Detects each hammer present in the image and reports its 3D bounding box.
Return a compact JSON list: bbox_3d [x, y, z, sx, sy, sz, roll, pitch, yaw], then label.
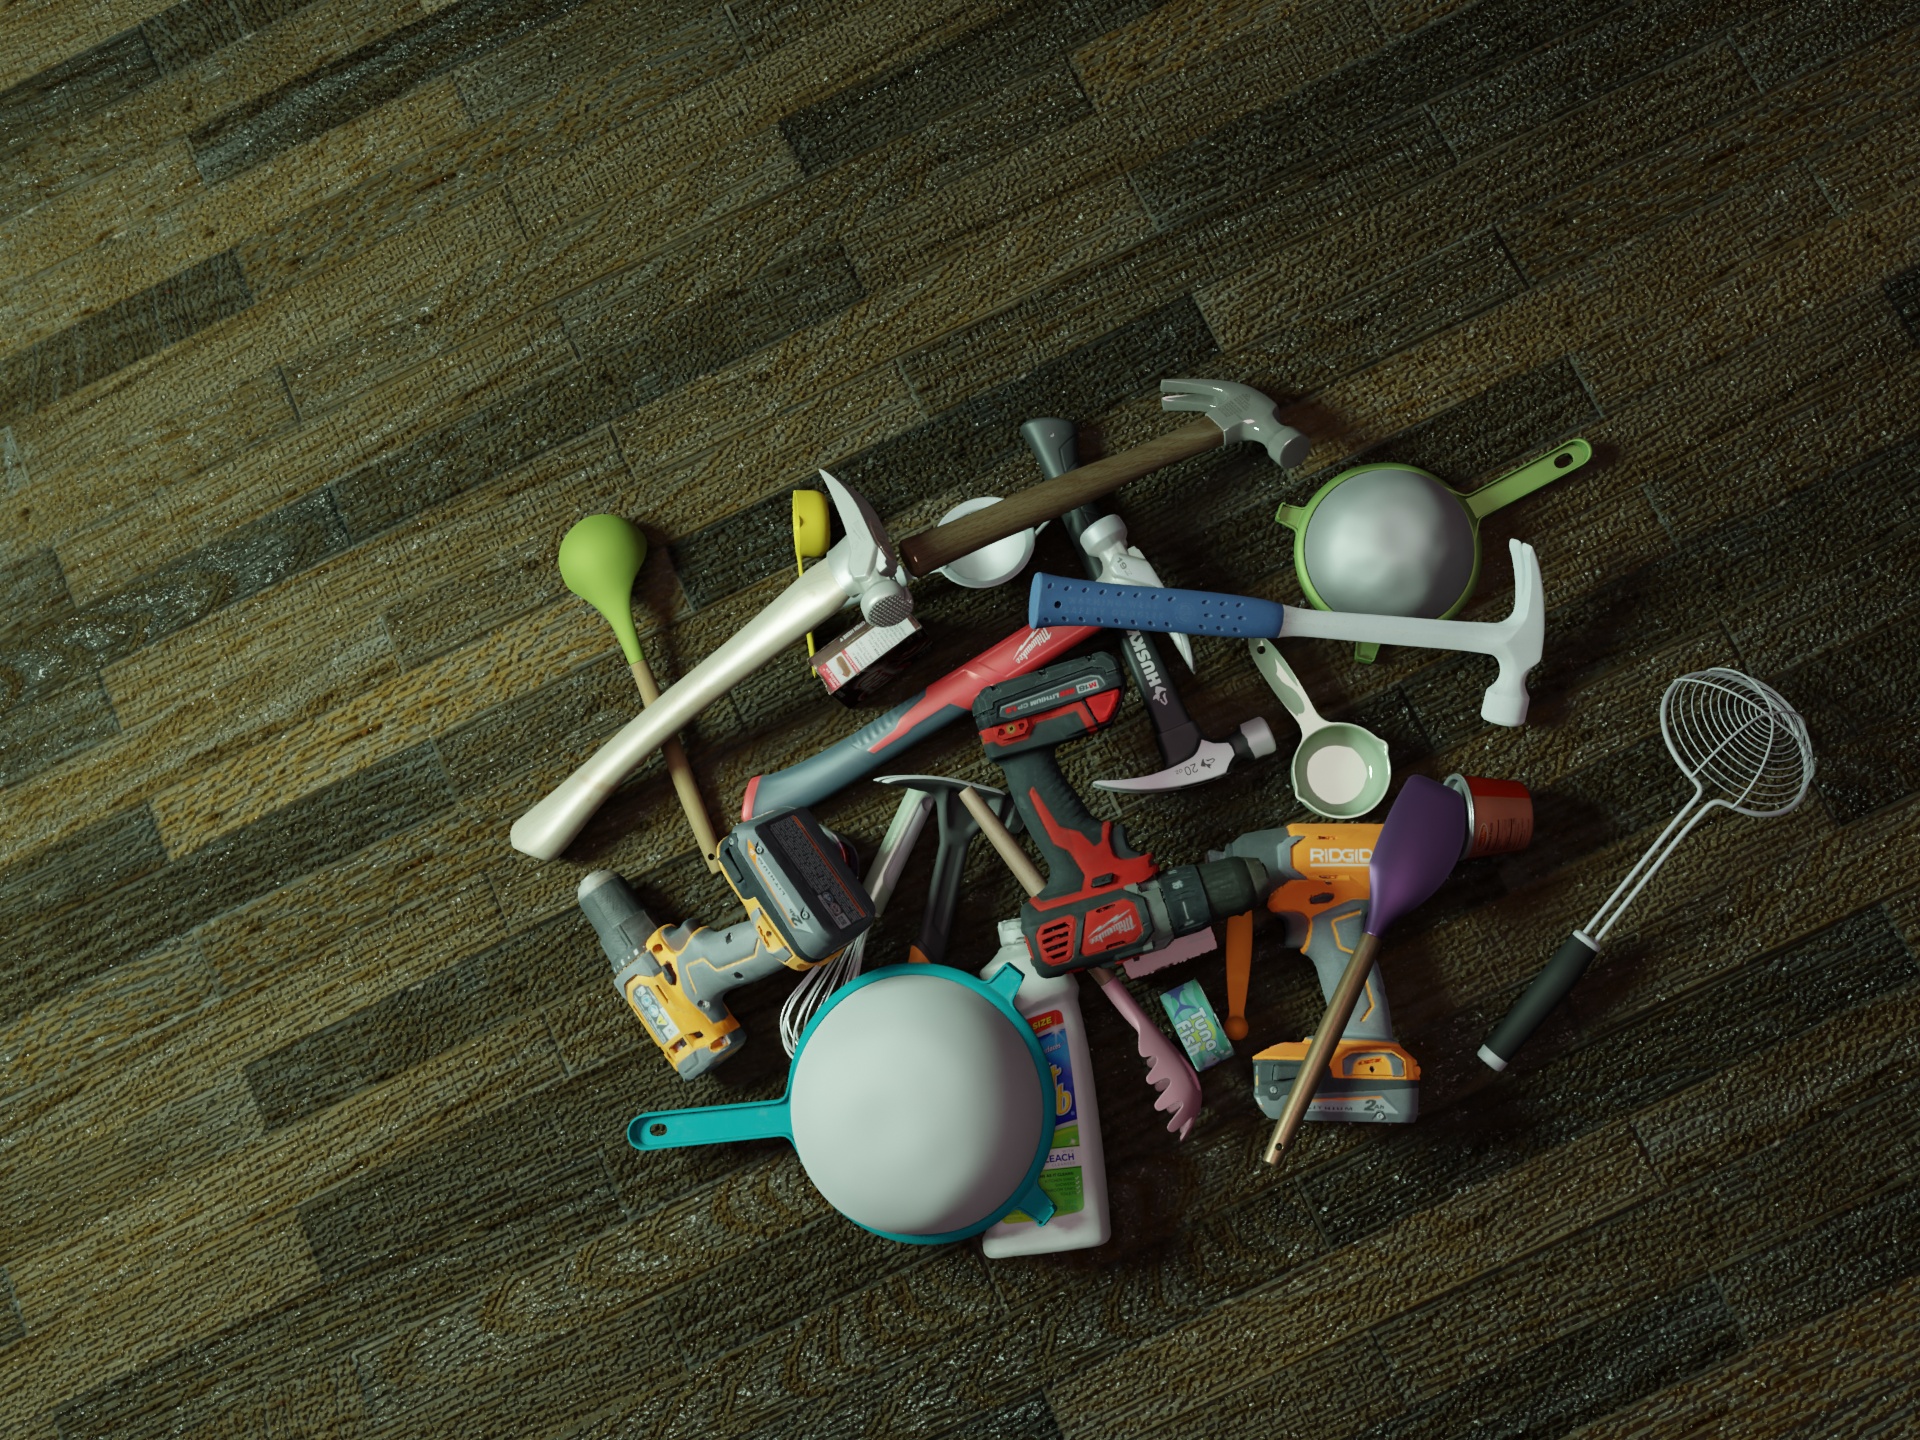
[{"bbox_3d":[0.104,-0.191,1.263,0.331,0.031,0.130,-24,47,-13],"label":"hammer"},{"bbox_3d":[0.255,-0.081,1.216,0.405,0.035,0.144,4,105,-9],"label":"hammer"},{"bbox_3d":[-0.215,-0.026,1.261,0.410,0.038,0.146,-38,55,19],"label":"hammer"},{"bbox_3d":[-0.002,-0.004,1.277,0.386,0.038,0.143,-32,78,7],"label":"hammer"},{"bbox_3d":[-0.038,0.211,1.256,0.127,0.034,0.337,13,86,-23],"label":"hammer"},{"bbox_3d":[0.124,-0.098,1.304,0.146,0.035,0.335,-23,80,1],"label":"hammer"}]

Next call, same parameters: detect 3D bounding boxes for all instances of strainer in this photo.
[{"bbox_3d":[0.393,-0.166,1.271,0.256,0.069,0.151,-27,80,2],"label":"strainer"},{"bbox_3d":[-0.102,0.297,1.182,0.340,0.095,0.211,-9,85,12],"label":"strainer"},{"bbox_3d":[-0.043,-0.120,1.306,0.258,0.050,0.087,-19,62,-5],"label":"strainer"}]

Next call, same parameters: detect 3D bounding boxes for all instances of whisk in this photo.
[{"bbox_3d":[-0.078,0.160,1.280,0.059,0.057,0.246,18,78,38],"label":"whisk"}]

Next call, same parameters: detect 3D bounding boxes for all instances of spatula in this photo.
[{"bbox_3d":[0.297,0.184,1.176,0.060,0.018,0.316,26,76,13],"label":"spatula"}]

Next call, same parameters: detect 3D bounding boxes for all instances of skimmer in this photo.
[{"bbox_3d":[0.521,0.120,1.238,0.127,0.090,0.363,37,97,7],"label":"skimmer"}]

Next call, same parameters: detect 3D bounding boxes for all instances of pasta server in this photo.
[{"bbox_3d":[0.092,0.184,1.235,0.040,0.060,0.316,-37,87,6],"label":"pasta server"}]

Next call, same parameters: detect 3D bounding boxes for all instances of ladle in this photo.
[{"bbox_3d":[-0.256,-0.023,1.332,0.078,0.062,0.320,-22,87,6],"label":"ladle"}]

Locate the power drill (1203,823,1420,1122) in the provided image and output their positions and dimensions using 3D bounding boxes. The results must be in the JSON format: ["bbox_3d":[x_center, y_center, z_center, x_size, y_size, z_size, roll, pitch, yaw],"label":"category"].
[{"bbox_3d":[0.271,0.191,1.226,0.164,0.084,0.227,0,77,5],"label":"power drill"}]

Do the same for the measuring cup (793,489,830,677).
[{"bbox_3d":[-0.119,-0.115,1.328,0.029,0.062,0.156,-6,92,-10],"label":"measuring cup"}]

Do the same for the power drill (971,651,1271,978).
[{"bbox_3d":[0.116,0.066,1.191,0.188,0.080,0.227,-17,86,2],"label":"power drill"}]

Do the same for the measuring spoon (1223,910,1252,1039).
[{"bbox_3d":[0.221,0.195,1.262,0.021,0.011,0.117,3,82,6],"label":"measuring spoon"}]

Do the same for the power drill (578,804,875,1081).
[{"bbox_3d":[-0.194,0.154,1.239,0.226,0.084,0.185,-41,80,30],"label":"power drill"}]

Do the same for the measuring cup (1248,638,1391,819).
[{"bbox_3d":[0.278,0.004,1.274,0.083,0.038,0.168,-31,78,0],"label":"measuring cup"}]
